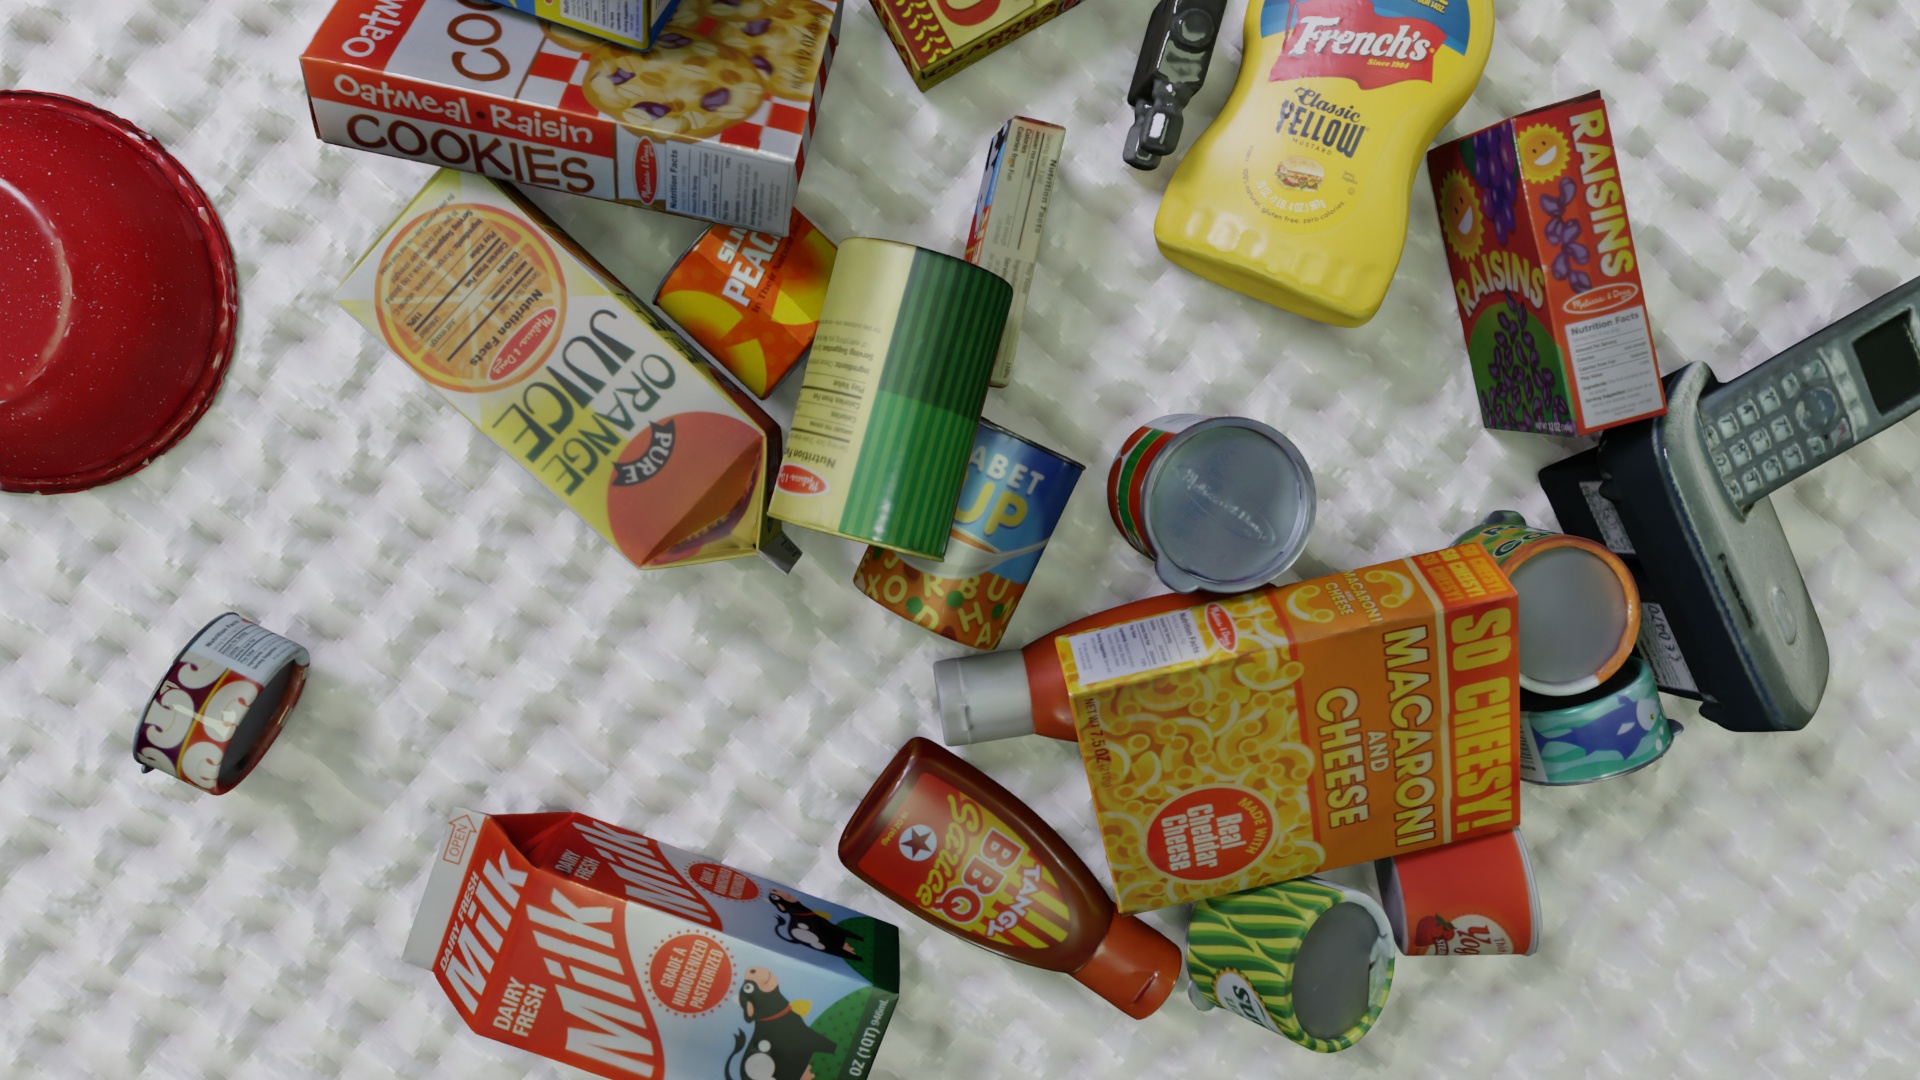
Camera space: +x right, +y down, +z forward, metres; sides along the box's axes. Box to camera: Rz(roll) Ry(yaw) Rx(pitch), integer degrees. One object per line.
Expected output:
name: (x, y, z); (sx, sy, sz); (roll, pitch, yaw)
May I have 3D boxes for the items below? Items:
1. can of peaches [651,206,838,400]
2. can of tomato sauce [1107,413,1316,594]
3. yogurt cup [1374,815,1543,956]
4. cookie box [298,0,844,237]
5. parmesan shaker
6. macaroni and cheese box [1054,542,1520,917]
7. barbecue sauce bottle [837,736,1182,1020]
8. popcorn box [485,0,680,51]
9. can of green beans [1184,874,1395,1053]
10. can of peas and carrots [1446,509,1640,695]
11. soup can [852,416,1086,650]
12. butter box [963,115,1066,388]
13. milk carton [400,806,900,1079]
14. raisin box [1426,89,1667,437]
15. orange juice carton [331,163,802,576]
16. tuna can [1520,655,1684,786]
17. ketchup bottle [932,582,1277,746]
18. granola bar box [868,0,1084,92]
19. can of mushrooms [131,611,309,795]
can of peaches: (-0.076, -0.098, 0.544); (0.058, 0.071, 0.071); (43, 92, -8)
can of tomato sauce: (0.096, -0.016, 0.556); (0.071, 0.083, 0.071); (0, 96, -3)
yogurt cup: (0.209, 0.145, 0.591); (0.054, 0.072, 0.072); (-10, 97, 6)
cookie box: (-0.135, -0.181, 0.513); (0.167, 0.040, 0.123); (11, 53, -5)
parmesan shaker: (-0.023, -0.049, 0.500); (0.071, 0.071, 0.103); (15, 90, -5)
macaroni and cheese box: (0.131, 0.076, 0.549); (0.166, 0.040, 0.123); (-13, 122, 2)
barbecue sauce bottle: (0.025, 0.148, 0.588); (0.148, 0.044, 0.065); (35, 96, -7)
popcorn box: (-0.131, -0.237, 0.503); (0.085, 0.038, 0.127); (17, 52, -2)
can of green beans: (0.137, 0.171, 0.578); (0.071, 0.058, 0.071); (-2, 94, -33)
can of peas and carrots: (0.240, 0.025, 0.582); (0.071, 0.059, 0.071); (0, 96, -4)
soup can: (0.002, -0.007, 0.557); (0.071, 0.071, 0.083); (25, 94, -6)
butter box: (0.016, -0.113, 0.557); (0.024, 0.053, 0.103); (12, 96, -8)
milk carton: (-0.125, 0.171, 0.565); (0.191, 0.073, 0.072); (20, 94, -5)
raisin box: (0.232, -0.107, 0.555); (0.040, 0.086, 0.123); (-15, 97, 0)
orange juice carton: (-0.136, -0.054, 0.543); (0.192, 0.072, 0.073); (42, 92, -6)
tuna can: (0.263, 0.074, 0.584); (0.071, 0.071, 0.033); (-20, 97, -1)
ketchup bottle: (0.064, 0.058, 0.581); (0.149, 0.043, 0.064); (-8, 106, -3)
granola bar box: (-0.003, -0.283, 0.546); (0.124, 0.039, 0.165); (-30, 97, 0)
can of mushrooms: (-0.291, 0.067, 0.548); (0.033, 0.071, 0.071); (27, 94, -7)
